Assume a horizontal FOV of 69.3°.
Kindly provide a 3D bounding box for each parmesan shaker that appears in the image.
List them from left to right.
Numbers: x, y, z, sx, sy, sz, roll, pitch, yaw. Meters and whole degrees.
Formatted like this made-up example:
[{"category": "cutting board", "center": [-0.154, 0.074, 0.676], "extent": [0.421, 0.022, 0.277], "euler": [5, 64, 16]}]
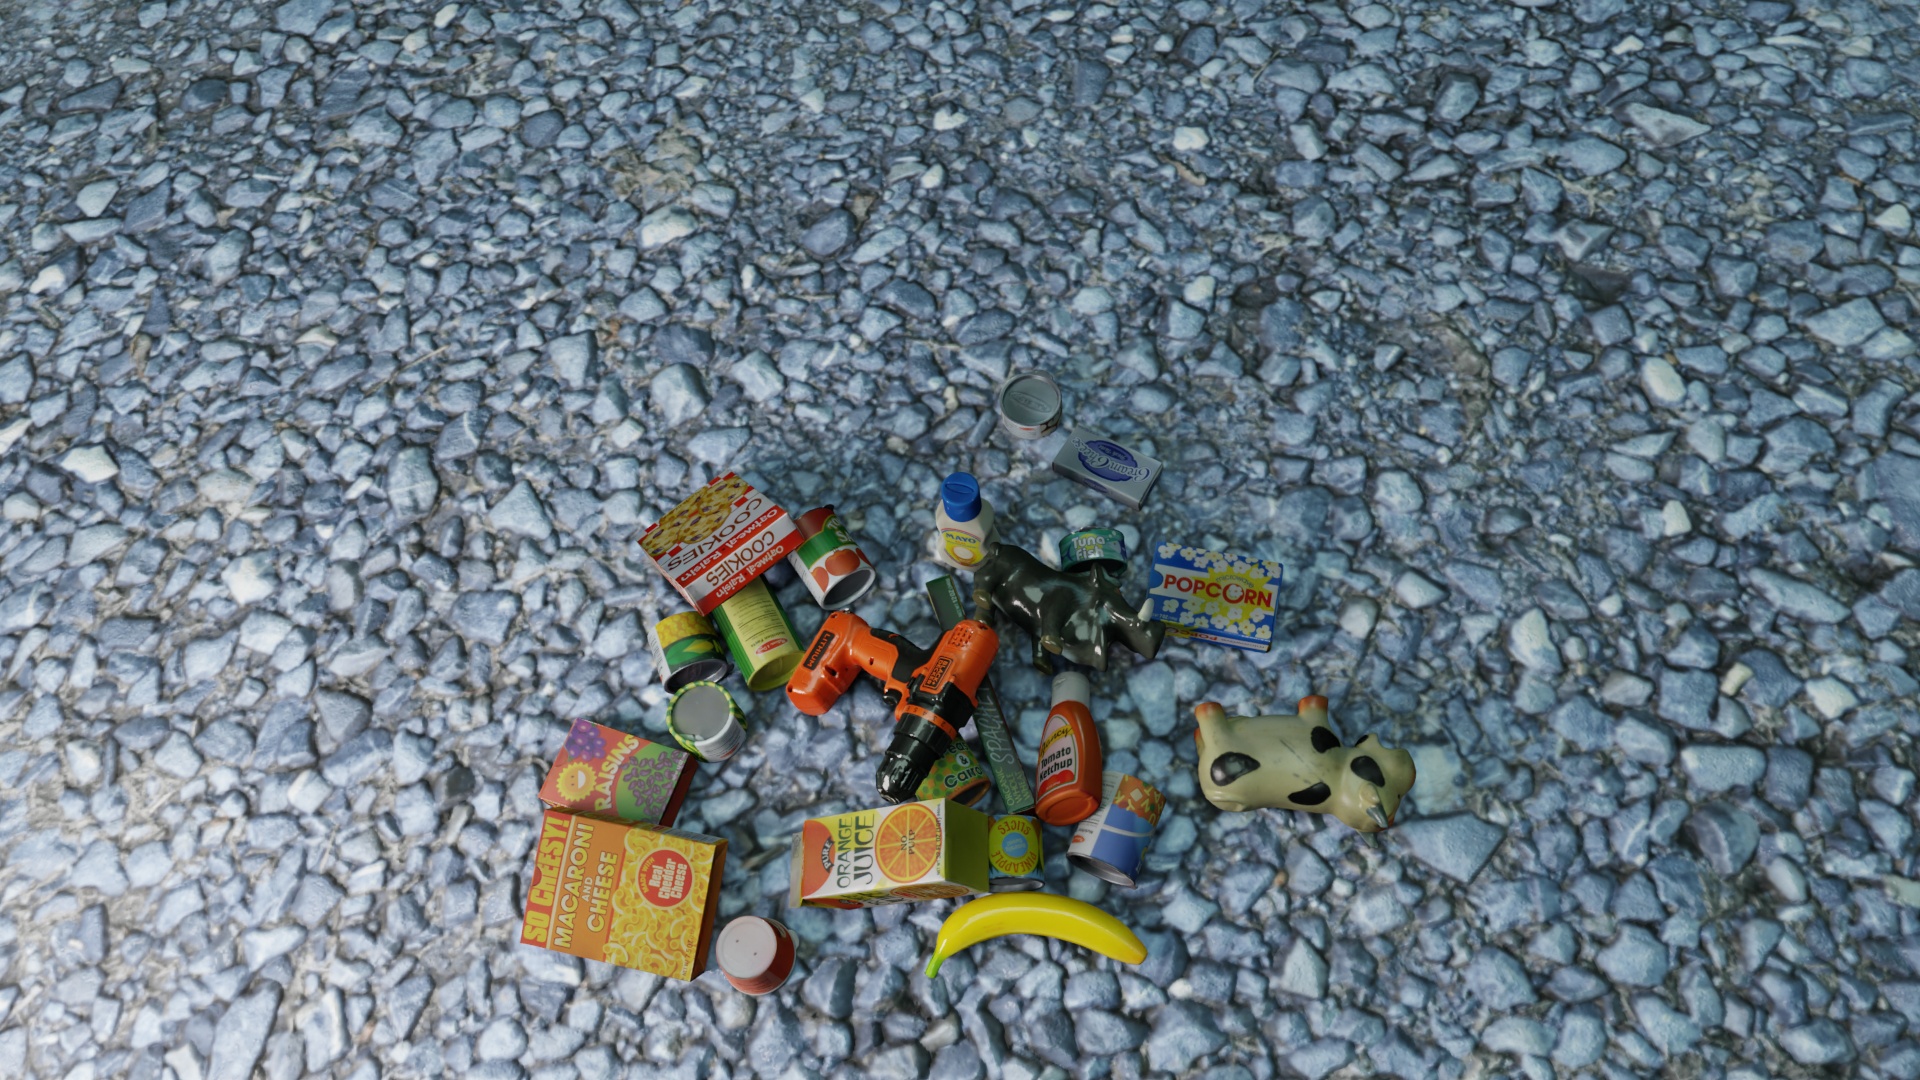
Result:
[{"category": "parmesan shaker", "center": [-0.198, 0.087, 1.368], "extent": [0.071, 0.071, 0.103], "euler": [-28, 64, -8]}]

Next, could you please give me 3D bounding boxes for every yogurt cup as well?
[{"category": "yogurt cup", "center": [-0.185, 0.366, 1.236], "extent": [0.072, 0.053, 0.072], "euler": [-2, 64, 5]}]

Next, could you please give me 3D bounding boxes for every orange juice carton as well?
[{"category": "orange juice carton", "center": [-0.075, 0.283, 1.236], "extent": [0.192, 0.073, 0.072], "euler": [-15, 61, 28]}]

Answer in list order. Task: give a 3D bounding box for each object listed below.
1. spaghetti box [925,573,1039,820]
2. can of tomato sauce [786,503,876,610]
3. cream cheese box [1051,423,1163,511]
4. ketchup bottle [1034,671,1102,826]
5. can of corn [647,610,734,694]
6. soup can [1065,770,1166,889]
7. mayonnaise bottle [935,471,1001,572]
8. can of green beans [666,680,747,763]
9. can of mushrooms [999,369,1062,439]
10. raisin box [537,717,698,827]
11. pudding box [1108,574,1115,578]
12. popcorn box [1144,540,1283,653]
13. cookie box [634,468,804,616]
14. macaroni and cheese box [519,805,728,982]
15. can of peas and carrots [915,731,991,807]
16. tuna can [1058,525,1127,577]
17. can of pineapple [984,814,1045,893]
[{"category": "spaghetti box", "center": [0.020, 0.150, 1.326], "extent": [0.029, 0.050, 0.251], "euler": [-20, 64, -3]}, {"category": "can of tomato sauce", "center": [-0.132, 0.017, 1.395], "extent": [0.071, 0.071, 0.083], "euler": [-33, 67, -11]}, {"category": "cream cheese box", "center": [0.153, -0.076, 1.439], "extent": [0.104, 0.024, 0.053], "euler": [27, 70, 16]}, {"category": "ketchup bottle", "center": [0.101, 0.188, 1.281], "extent": [0.064, 0.043, 0.149], "euler": [-35, 31, 32]}, {"category": "can of corn", "center": [-0.265, 0.109, 1.362], "extent": [0.071, 0.071, 0.058], "euler": [-23, 64, -6]}, {"category": "soup can", "center": [0.143, 0.261, 1.254], "extent": [0.071, 0.071, 0.084], "euler": [21, 67, 14]}, {"category": "mayonnaise bottle", "center": [0.005, -0.017, 1.354], "extent": [0.065, 0.147, 0.041], "euler": [13, 66, 11]}, {"category": "can of green beans", "center": [-0.243, 0.174, 1.332], "extent": [0.071, 0.057, 0.071], "euler": [-2, 64, 4]}, {"category": "can of mushrooms", "center": [0.076, -0.144, 1.474], "extent": [0.071, 0.033, 0.071], "euler": [-2, 64, 5]}, {"category": "raisin box", "center": [-0.325, 0.229, 1.323], "extent": [0.123, 0.040, 0.086], "euler": [15, 67, 13]}, {"category": "pudding box", "center": [0.115, 0.066, 1.370], "extent": [0.084, 0.030, 0.050], "euler": [-8, 63, 1]}, {"category": "popcorn box", "center": [0.247, 0.055, 1.360], "extent": [0.127, 0.038, 0.085], "euler": [10, 67, 9]}, {"category": "cookie box", "center": [-0.241, -0.001, 1.381], "extent": [0.123, 0.040, 0.168], "euler": [-38, 32, -13]}, {"category": "macaroni and cheese box", "center": [-0.305, 0.317, 1.257], "extent": [0.166, 0.040, 0.123], "euler": [9, 86, 9]}, {"category": "can of peas and carrots", "center": [-0.012, 0.217, 1.285], "extent": [0.071, 0.070, 0.059], "euler": [-31, 66, -10]}, {"category": "tuna can", "center": [0.131, 0.014, 1.371], "extent": [0.071, 0.070, 0.033], "euler": [-6, 65, 2]}, {"category": "can of pineapple", "center": [0.042, 0.282, 1.249], "extent": [0.071, 0.070, 0.058], "euler": [-4, 64, 3]}]
